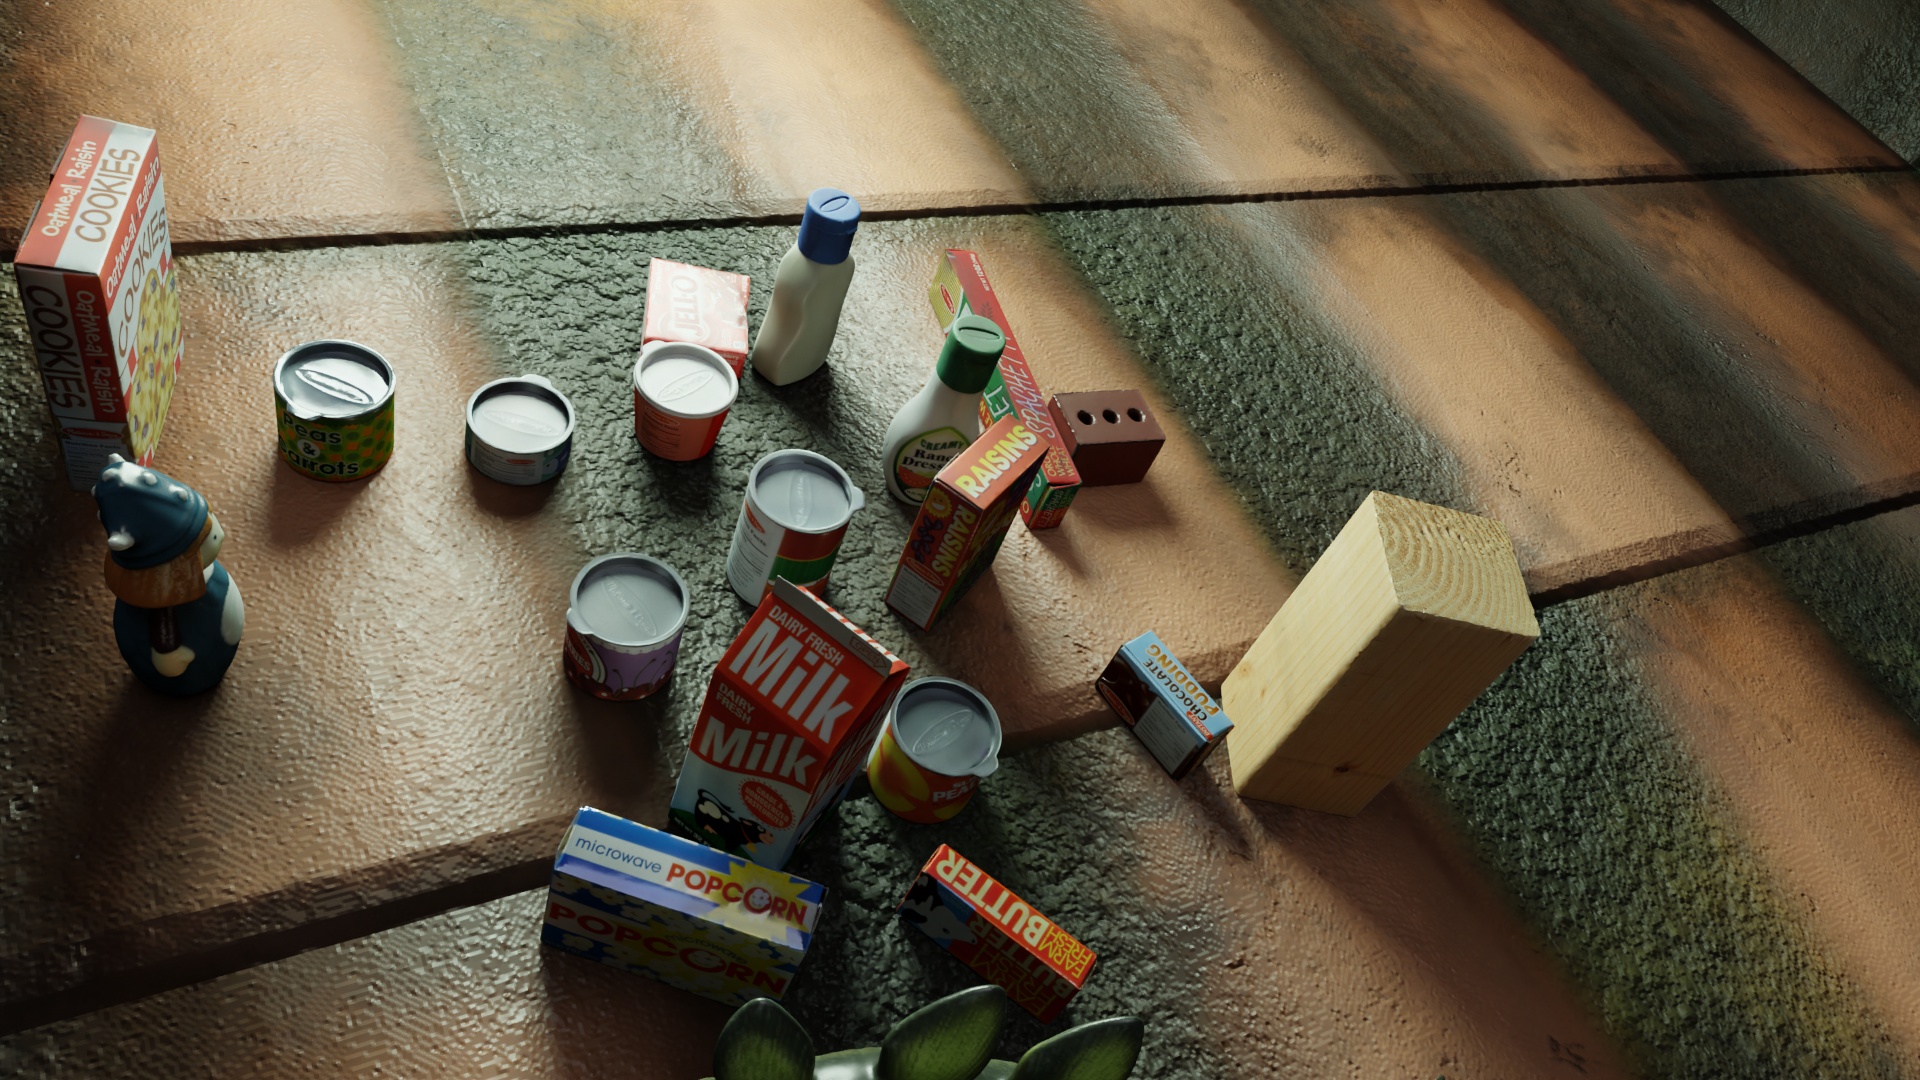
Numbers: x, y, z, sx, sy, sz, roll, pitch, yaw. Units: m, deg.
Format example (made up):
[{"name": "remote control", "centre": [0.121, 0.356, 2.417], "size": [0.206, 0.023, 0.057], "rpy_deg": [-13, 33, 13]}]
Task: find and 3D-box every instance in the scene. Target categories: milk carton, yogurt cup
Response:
[{"name": "milk carton", "centre": [-0.086, 0.094, 0.710], "size": [0.072, 0.189, 0.074], "rpy_deg": [35, 47, 10]}, {"name": "yogurt cup", "centre": [-0.186, -0.090, 0.926], "size": [0.072, 0.053, 0.073], "rpy_deg": [12, 47, -13]}]

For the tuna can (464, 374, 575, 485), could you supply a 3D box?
[{"name": "tuna can", "centre": [-0.280, -0.071, 0.886], "size": [0.071, 0.032, 0.071], "rpy_deg": [12, 47, -13]}]

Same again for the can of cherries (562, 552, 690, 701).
[{"name": "can of cherries", "centre": [-0.195, 0.051, 0.796], "size": [0.071, 0.058, 0.072], "rpy_deg": [12, 47, -13]}]

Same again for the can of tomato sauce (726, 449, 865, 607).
[{"name": "can of tomato sauce", "centre": [-0.104, -0.005, 0.865], "size": [0.071, 0.082, 0.071], "rpy_deg": [12, 47, -13]}]

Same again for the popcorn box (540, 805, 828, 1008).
[{"name": "popcorn box", "centre": [-0.138, 0.184, 0.683], "size": [0.127, 0.084, 0.038], "rpy_deg": [20, 46, -5]}]

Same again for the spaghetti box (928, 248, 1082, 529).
[{"name": "spaghetti box", "centre": [0.029, -0.118, 1.043], "size": [0.029, 0.049, 0.251], "rpy_deg": [-3, 52, -25]}]

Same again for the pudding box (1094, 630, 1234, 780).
[{"name": "pudding box", "centre": [0.129, 0.105, 0.888], "size": [0.030, 0.049, 0.084], "rpy_deg": [-24, 63, -36]}]

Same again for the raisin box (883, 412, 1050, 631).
[{"name": "raisin box", "centre": [0.003, -0.011, 0.887], "size": [0.040, 0.122, 0.086], "rpy_deg": [37, 47, 11]}]

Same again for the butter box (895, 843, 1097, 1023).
[{"name": "butter box", "centre": [0.019, 0.212, 0.746], "size": [0.103, 0.052, 0.024], "rpy_deg": [35, 47, 9]}]

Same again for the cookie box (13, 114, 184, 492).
[{"name": "cookie box", "centre": [-0.468, -0.126, 0.763], "size": [0.040, 0.166, 0.123], "rpy_deg": [5, 49, -19]}]

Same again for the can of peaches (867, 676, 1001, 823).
[{"name": "can of peaches", "centre": [-0.015, 0.124, 0.806], "size": [0.071, 0.057, 0.071], "rpy_deg": [12, 47, -13]}]

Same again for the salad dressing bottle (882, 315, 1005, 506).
[{"name": "salad dressing bottle", "centre": [-0.010, -0.086, 0.930], "size": [0.064, 0.146, 0.044], "rpy_deg": [8, 48, -16]}]

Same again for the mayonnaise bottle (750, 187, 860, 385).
[{"name": "mayonnaise bottle", "centre": [-0.105, -0.177, 0.971], "size": [0.041, 0.147, 0.065], "rpy_deg": [40, 48, 13]}]

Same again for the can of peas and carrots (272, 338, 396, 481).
[{"name": "can of peas and carrots", "centre": [-0.375, -0.076, 0.832], "size": [0.071, 0.058, 0.071], "rpy_deg": [12, 47, -13]}]
